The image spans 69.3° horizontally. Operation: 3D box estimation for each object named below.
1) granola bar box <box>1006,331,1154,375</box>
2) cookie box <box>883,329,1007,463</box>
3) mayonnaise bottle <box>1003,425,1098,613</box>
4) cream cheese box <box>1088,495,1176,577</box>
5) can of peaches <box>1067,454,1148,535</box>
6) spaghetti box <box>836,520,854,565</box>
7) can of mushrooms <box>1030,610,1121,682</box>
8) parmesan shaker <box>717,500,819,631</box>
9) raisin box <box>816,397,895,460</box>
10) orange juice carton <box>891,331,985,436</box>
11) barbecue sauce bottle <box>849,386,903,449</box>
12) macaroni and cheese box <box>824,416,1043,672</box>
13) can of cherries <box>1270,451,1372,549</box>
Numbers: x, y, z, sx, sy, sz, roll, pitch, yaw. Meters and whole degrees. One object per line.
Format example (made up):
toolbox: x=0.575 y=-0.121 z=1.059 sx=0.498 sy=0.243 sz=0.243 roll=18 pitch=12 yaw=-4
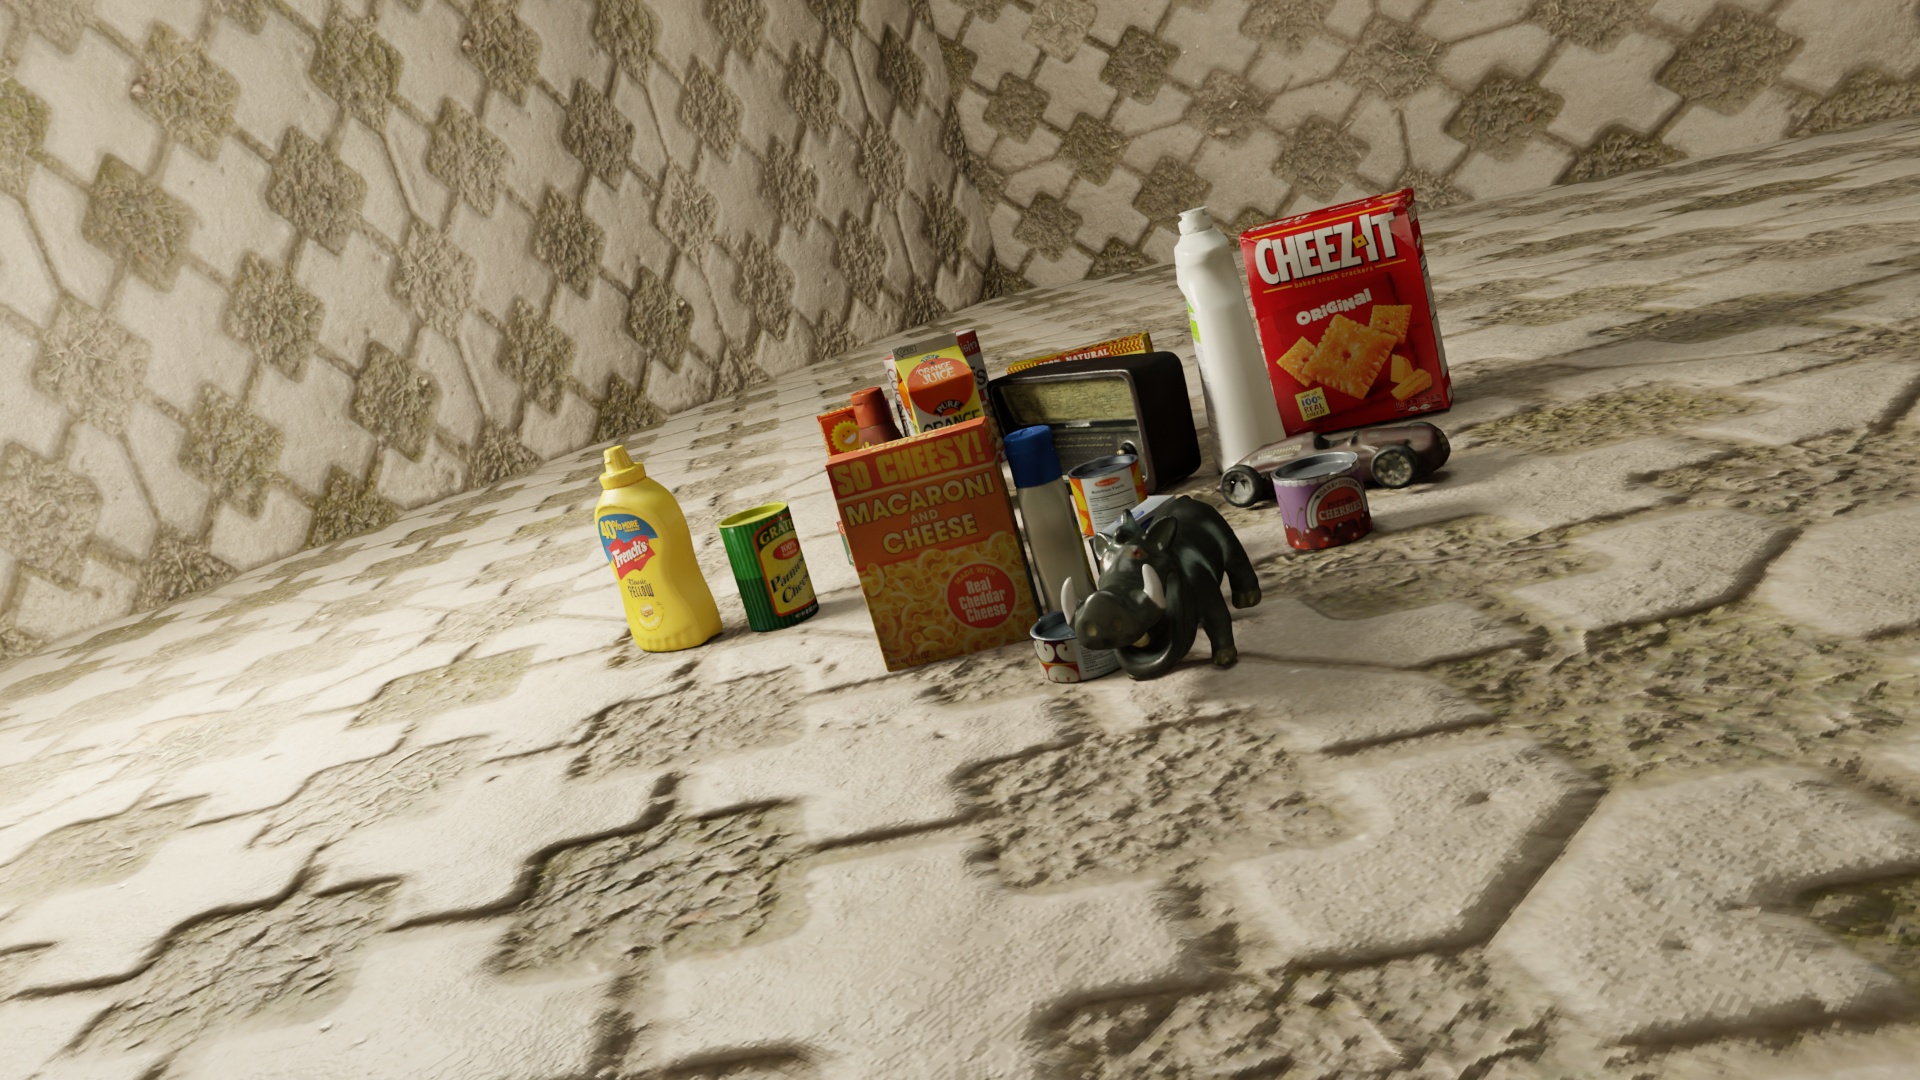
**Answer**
granola bar box: x=0.147 y=-0.157 z=1.572 sx=0.165 sy=0.124 sz=0.039 roll=-9 pitch=15 yaw=25
cookie box: x=-0.016 y=-0.156 z=1.660 sx=0.123 sy=0.167 sz=0.040 roll=-27 pitch=17 yaw=-39
mayonnaise bottle: x=0.068 y=-0.010 z=1.028 sx=0.041 sy=0.147 sz=0.065 roll=-15 pitch=13 yaw=7
cream cheese box: x=0.141 y=0.005 z=1.085 sx=0.024 sy=0.053 sz=0.104 roll=-5 pitch=17 yaw=39
can of peaches: x=0.137 y=-0.042 z=1.267 sx=0.071 sy=0.058 sz=0.071 roll=-15 pitch=13 yaw=4
spaghetti box: x=-0.042 y=0.005 z=1.300 sx=0.029 sy=0.050 sz=0.250 roll=-24 pitch=16 yaw=-30
can of mushrooms: x=0.082 y=0.068 z=0.944 sx=0.071 sy=0.033 sz=0.071 roll=-15 pitch=14 yaw=4
parmesan shaker: x=-0.172 y=0.023 z=1.264 sx=0.071 sy=0.103 sz=0.071 roll=-15 pitch=13 yaw=4
raisin box: x=-0.112 y=-0.100 z=1.640 sx=0.086 sy=0.123 sz=0.040 roll=-18 pitch=13 yaw=-8
orange juice carton: x=-0.012 y=-0.116 z=1.446 sx=0.072 sy=0.192 sz=0.073 roll=-18 pitch=13 yaw=-8
barbecue sauce bottle: x=-0.083 y=-0.094 z=1.532 sx=0.065 sy=0.148 sz=0.044 roll=-3 pitch=18 yaw=43
macaroni and cheese box: x=-0.018 y=0.003 z=1.035 sx=0.124 sy=0.166 sz=0.040 roll=-14 pitch=13 yaw=8
can of cherries: x=0.277 y=-0.030 z=1.062 sx=0.071 sy=0.058 sz=0.071 roll=-15 pitch=13 yaw=4
